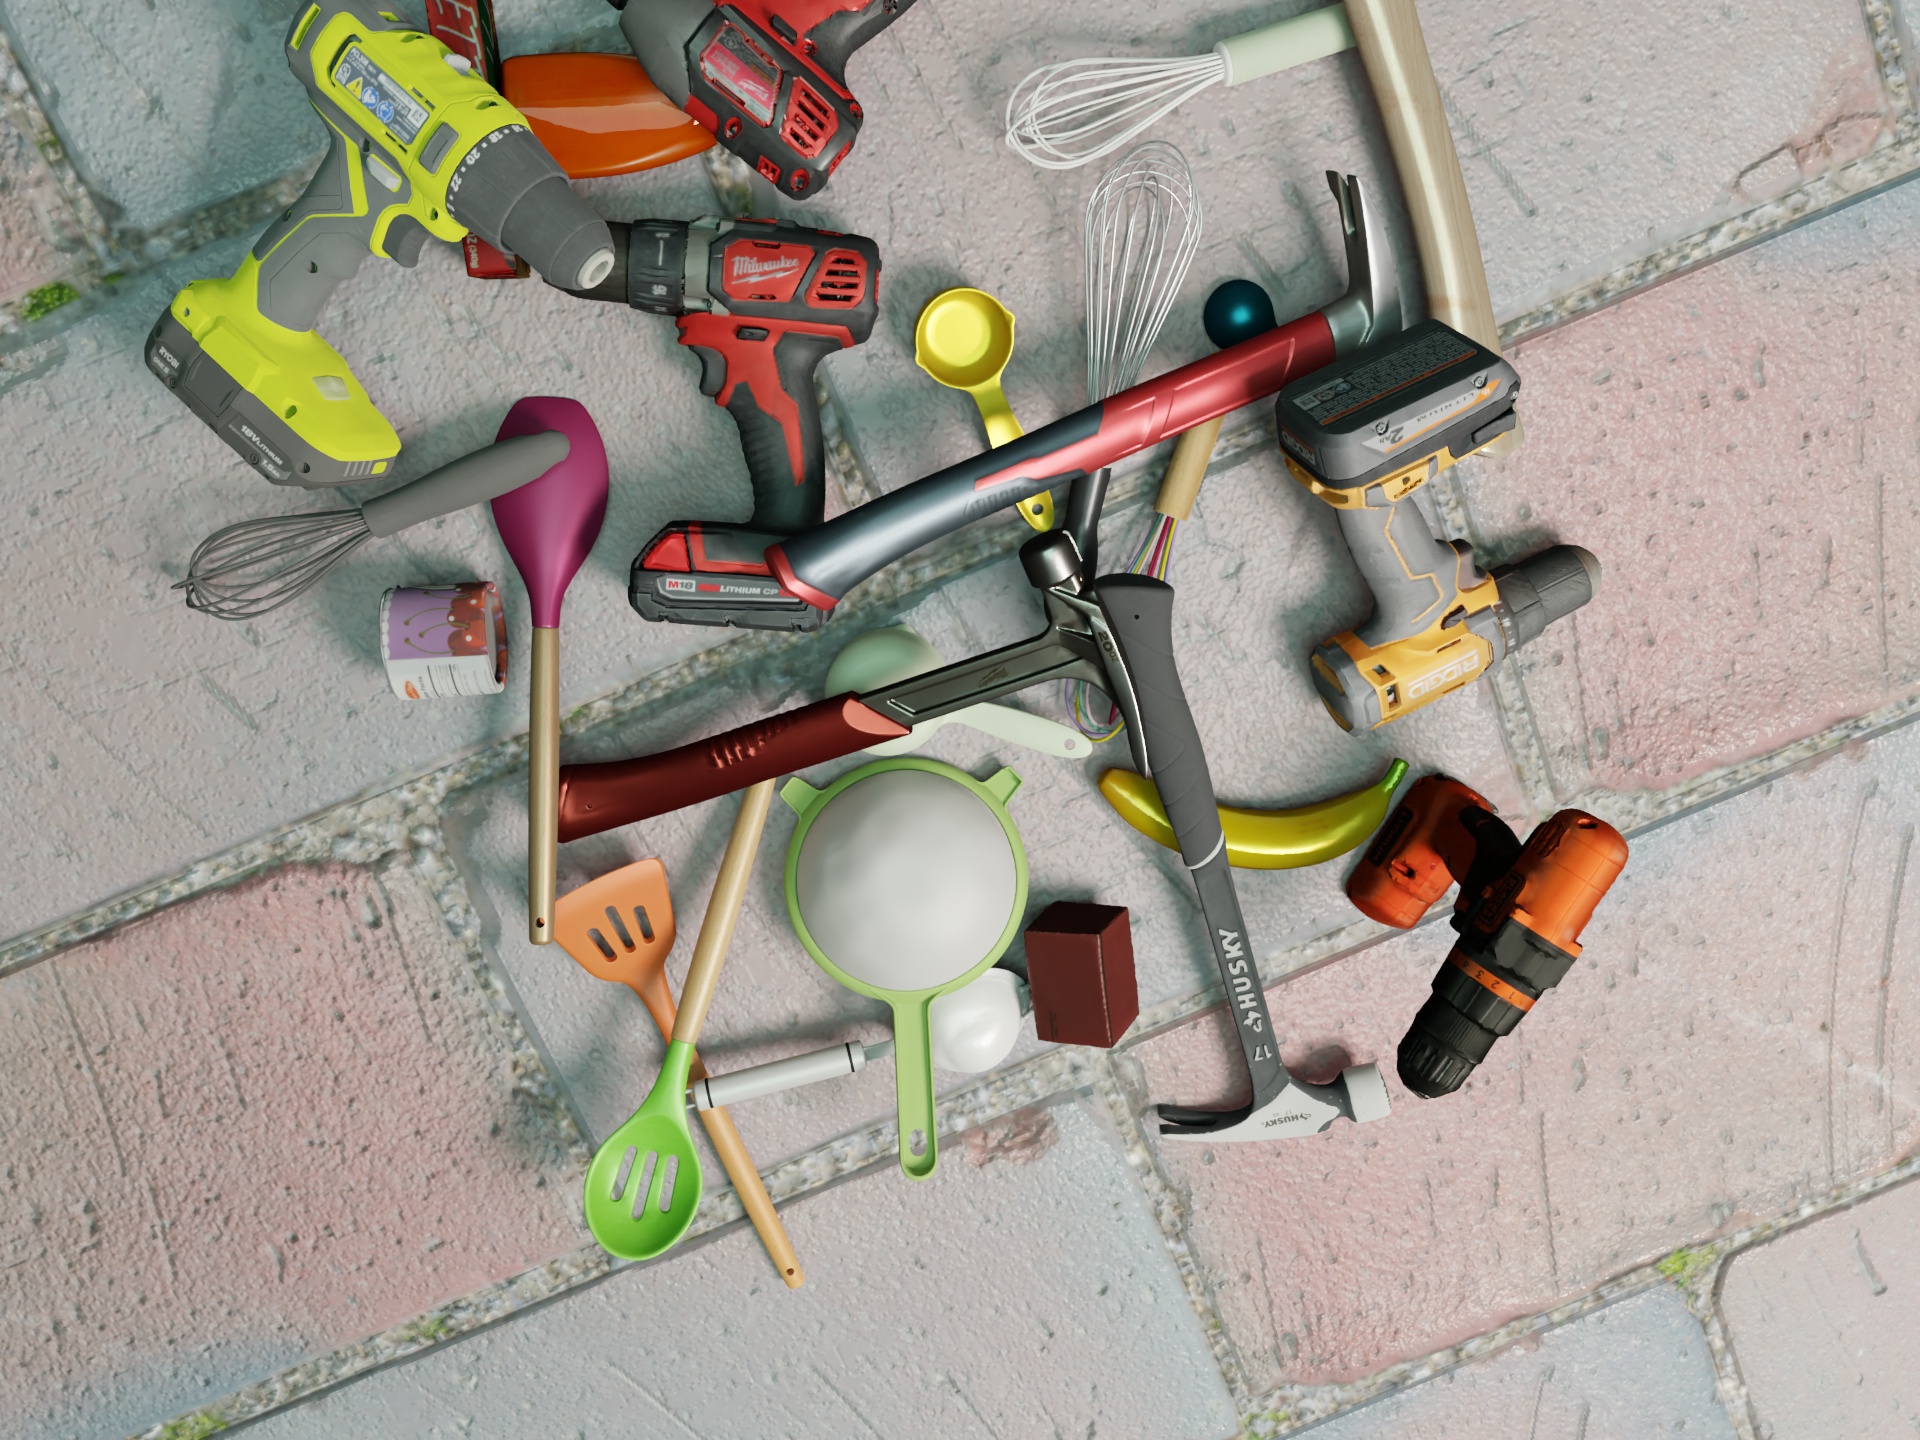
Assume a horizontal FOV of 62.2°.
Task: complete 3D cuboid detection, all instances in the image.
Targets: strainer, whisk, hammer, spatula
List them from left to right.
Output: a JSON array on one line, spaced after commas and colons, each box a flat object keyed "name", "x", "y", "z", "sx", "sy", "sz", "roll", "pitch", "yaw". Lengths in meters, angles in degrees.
[{"name": "whisk", "x": -0.332, "y": -0.115, "z": 0.898, "sx": 0.239, "sy": 0.055, "sz": 0.055, "roll": -22, "pitch": 105, "yaw": 2}, {"name": "spatula", "x": -0.166, "y": 0.235, "z": 1.010, "sx": 0.081, "sy": 0.041, "sz": 0.322, "roll": -25, "pitch": 106, "yaw": -11}, {"name": "hammer", "x": -0.076, "y": 0.014, "z": 0.923, "sx": 0.359, "sy": 0.037, "sz": 0.149, "roll": -18, "pitch": 110, "yaw": 14}, {"name": "strainer", "x": -0.057, "y": 0.211, "z": 1.000, "sx": 0.258, "sy": 0.050, "sz": 0.086, "roll": -13, "pitch": 127, "yaw": -6}, {"name": "strainer", "x": -0.030, "y": 0.149, "z": 0.950, "sx": 0.151, "sy": 0.069, "sz": 0.256, "roll": -2, "pitch": 85, "yaw": -3}, {"name": "hammer", "x": 0.069, "y": -0.169, "z": 0.876, "sx": 0.386, "sy": 0.038, "sz": 0.143, "roll": -24, "pitch": 120, "yaw": -9}, {"name": "whisk", "x": 0.086, "y": -0.188, "z": 0.925, "sx": 0.070, "sy": 0.070, "sz": 0.284, "roll": 8, "pitch": 107, "yaw": -7}, {"name": "whisk", "x": 0.122, "y": -0.101, "z": 0.955, "sx": 0.051, "sy": 0.047, "sz": 0.245, "roll": 18, "pitch": 98, "yaw": -8}, {"name": "hammer", "x": 0.149, "y": 0.096, "z": 0.973, "sx": 0.149, "sy": 0.036, "sz": 0.408, "roll": -16, "pitch": 113, "yaw": 9}, {"name": "whisk", "x": 0.140, "y": -0.365, "z": 0.891, "sx": 0.246, "sy": 0.059, "sz": 0.058, "roll": -19, "pitch": 88, "yaw": -5}, {"name": "hammer", "x": 0.260, "y": -0.344, "z": 0.890, "sx": 0.146, "sy": 0.038, "sz": 0.410, "roll": -27, "pitch": 112, "yaw": -9}]

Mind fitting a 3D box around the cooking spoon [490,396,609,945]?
[{"name": "cooking spoon", "x": -0.241, "y": -0.028, "z": 0.924, "sx": 0.068, "sy": 0.017, "sz": 0.319, "roll": 1, "pitch": 92, "yaw": -5}]

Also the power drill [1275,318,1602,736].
[{"name": "power drill", "x": 0.282, "y": -0.113, "z": 0.920, "sx": 0.185, "sy": 0.084, "sz": 0.226, "roll": -25, "pitch": 128, "yaw": -5}]

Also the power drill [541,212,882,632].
[{"name": "power drill", "x": -0.145, "y": -0.171, "z": 0.897, "sx": 0.188, "sy": 0.080, "sz": 0.226, "roll": 4, "pitch": 100, "yaw": -7}]

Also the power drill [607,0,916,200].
[{"name": "power drill", "x": -0.073, "y": -0.397, "z": 0.824, "sx": 0.143, "sy": 0.078, "sz": 0.219, "roll": 36, "pitch": 86, "yaw": -12}]

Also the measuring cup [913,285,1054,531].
[{"name": "measuring cup", "x": 0.020, "y": -0.182, "z": 0.939, "sx": 0.062, "sy": 0.029, "sz": 0.156, "roll": -25, "pitch": 116, "yaw": 1}]

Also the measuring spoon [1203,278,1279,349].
[{"name": "measuring spoon", "x": 0.202, "y": -0.216, "z": 0.943, "sx": 0.128, "sy": 0.021, "sz": 0.042, "roll": 31, "pitch": 99, "yaw": -12}]

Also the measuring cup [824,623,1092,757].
[{"name": "measuring cup", "x": -0.002, "y": -0.003, "z": 0.955, "sx": 0.167, "sy": 0.038, "sz": 0.083, "roll": 17, "pitch": 102, "yaw": 2}]

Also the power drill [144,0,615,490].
[{"name": "power drill", "x": -0.301, "y": -0.232, "z": 0.826, "sx": 0.190, "sy": 0.080, "sz": 0.228, "roll": 43, "pitch": 109, "yaw": 3}]

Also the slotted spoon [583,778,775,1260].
[{"name": "slotted spoon", "x": -0.159, "y": 0.170, "z": 0.969, "sx": 0.070, "sy": 0.031, "sz": 0.314, "roll": 16, "pitch": 87, "yaw": -6}]
